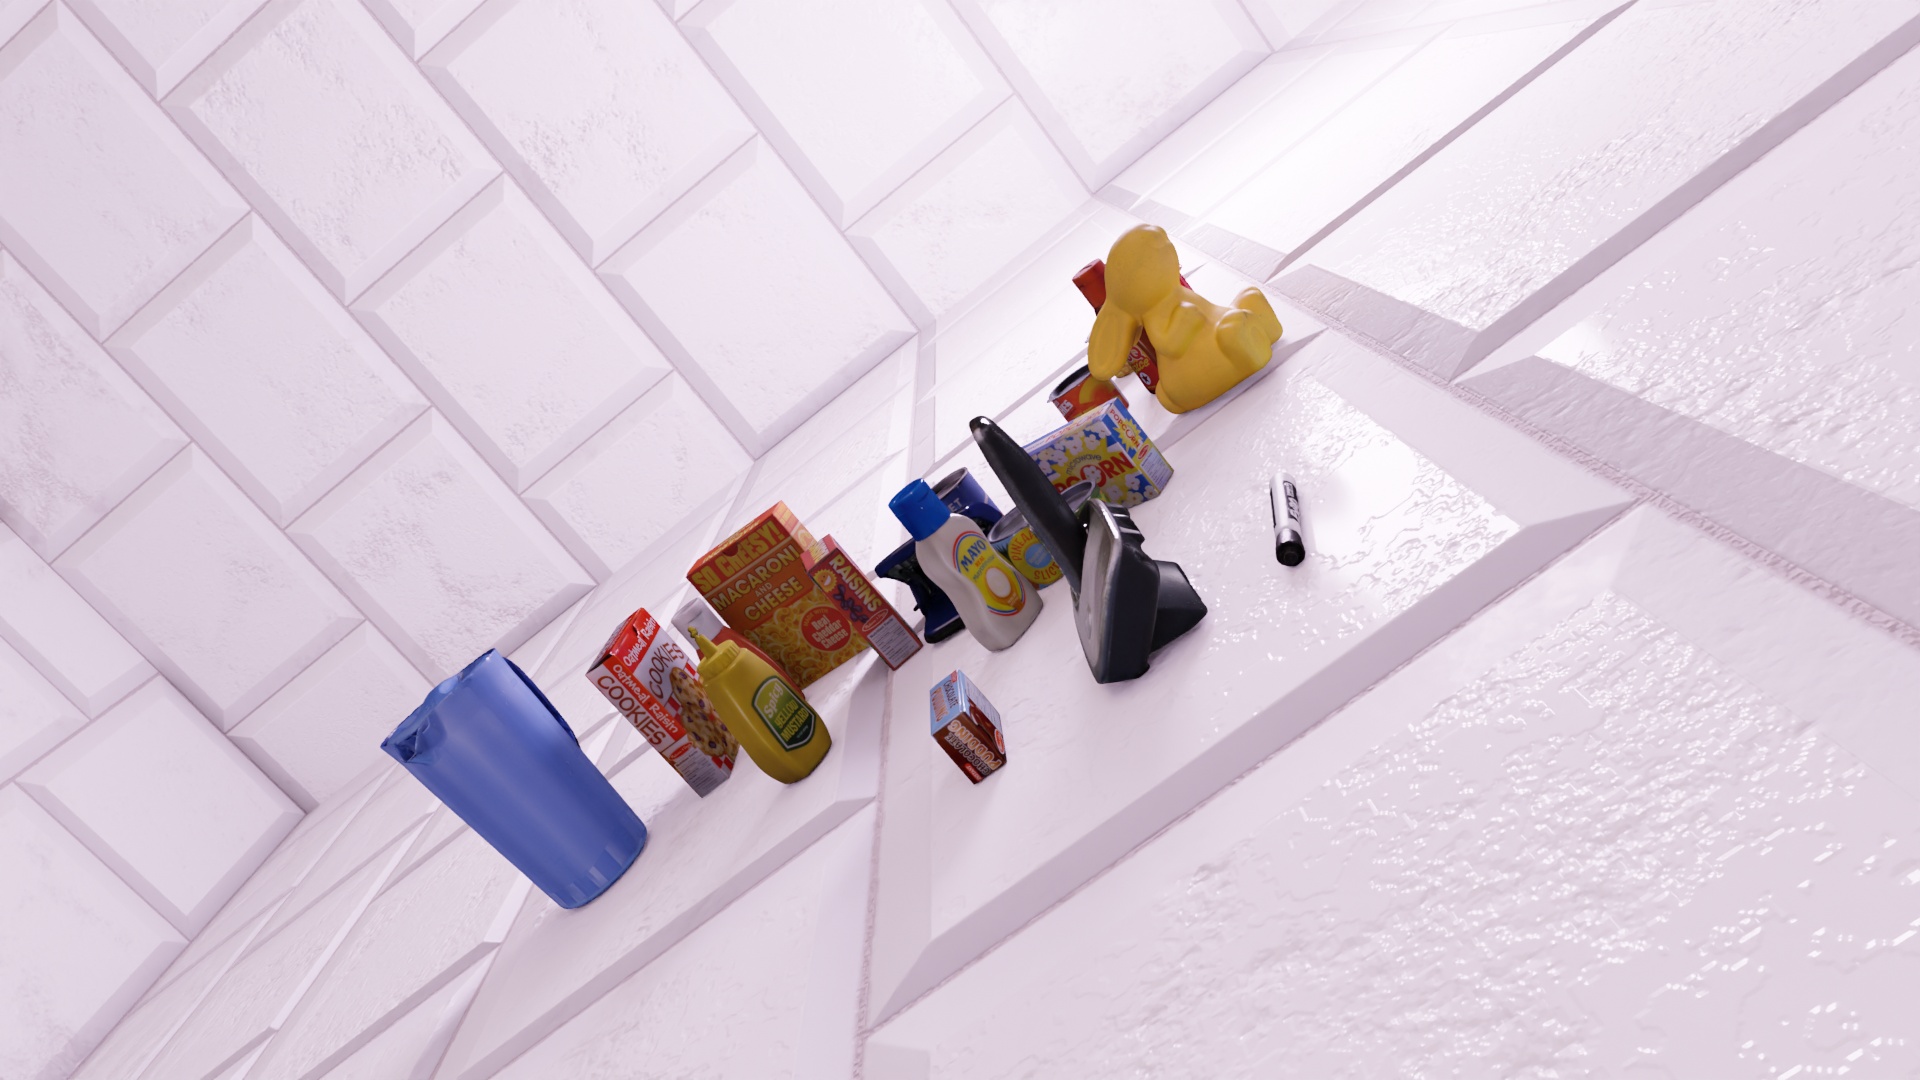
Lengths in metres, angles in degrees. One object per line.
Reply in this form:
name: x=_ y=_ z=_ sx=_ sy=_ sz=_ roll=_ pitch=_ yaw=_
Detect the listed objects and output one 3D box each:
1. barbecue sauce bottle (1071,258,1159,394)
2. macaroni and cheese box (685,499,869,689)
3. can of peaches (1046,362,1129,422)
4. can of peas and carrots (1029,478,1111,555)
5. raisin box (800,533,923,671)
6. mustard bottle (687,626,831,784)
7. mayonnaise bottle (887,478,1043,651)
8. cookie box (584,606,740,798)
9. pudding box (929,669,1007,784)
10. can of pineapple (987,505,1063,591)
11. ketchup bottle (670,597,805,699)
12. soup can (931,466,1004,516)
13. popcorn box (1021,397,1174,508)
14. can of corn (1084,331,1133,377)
barbecue sauce bottle: x=0.171 y=-0.218 z=1.412 sx=0.044 sy=0.148 sz=0.065 roll=-43 pitch=14 yaw=-14
macaroni and cheese box: x=-0.174 y=0.060 z=1.390 sx=0.123 sy=0.166 sz=0.040 roll=-34 pitch=15 yaw=22
can of peaches: x=0.135 y=-0.147 z=1.472 sx=0.071 sy=0.058 sz=0.071 roll=-37 pitch=14 yaw=11
can of peas and carrots: x=0.098 y=-0.006 z=1.123 sx=0.071 sy=0.058 sz=0.071 roll=-37 pitch=14 yaw=11
raisin box: x=-0.093 y=0.056 z=1.285 sx=0.040 sy=0.123 sz=0.086 roll=-40 pitch=14 yaw=-2
mustard bottle: x=-0.179 y=0.134 z=1.183 sx=0.048 sy=0.160 sz=0.066 roll=-27 pitch=18 yaw=42
mayonnaise bottle: x=0.001 y=0.017 z=1.115 sx=0.041 sy=0.148 sz=0.065 roll=-21 pitch=23 yaw=52
cookie box: x=-0.285 y=0.156 z=1.370 sx=0.040 sy=0.167 sz=0.123 roll=-37 pitch=14 yaw=11
pudding box: x=0.004 y=0.128 z=0.966 sx=0.030 sy=0.049 sz=0.084 roll=-38 pitch=14 yaw=8
can of pineapple: x=0.065 y=0.002 z=1.184 sx=0.071 sy=0.058 sz=0.071 roll=-37 pitch=14 yaw=11
ketchup bottle: x=-0.220 y=0.121 z=1.352 sx=0.065 sy=0.148 sz=0.043 roll=-44 pitch=14 yaw=-17
soup can: x=0.005 y=-0.017 z=1.344 sx=0.071 sy=0.083 sz=0.071 roll=-37 pitch=14 yaw=11
popcorn box: x=0.110 y=-0.061 z=1.210 sx=0.126 sy=0.085 sz=0.038 roll=-26 pitch=19 yaw=44
can of corn: x=0.186 y=-0.226 z=1.588 sx=0.071 sy=0.058 sz=0.071 roll=-37 pitch=14 yaw=11
